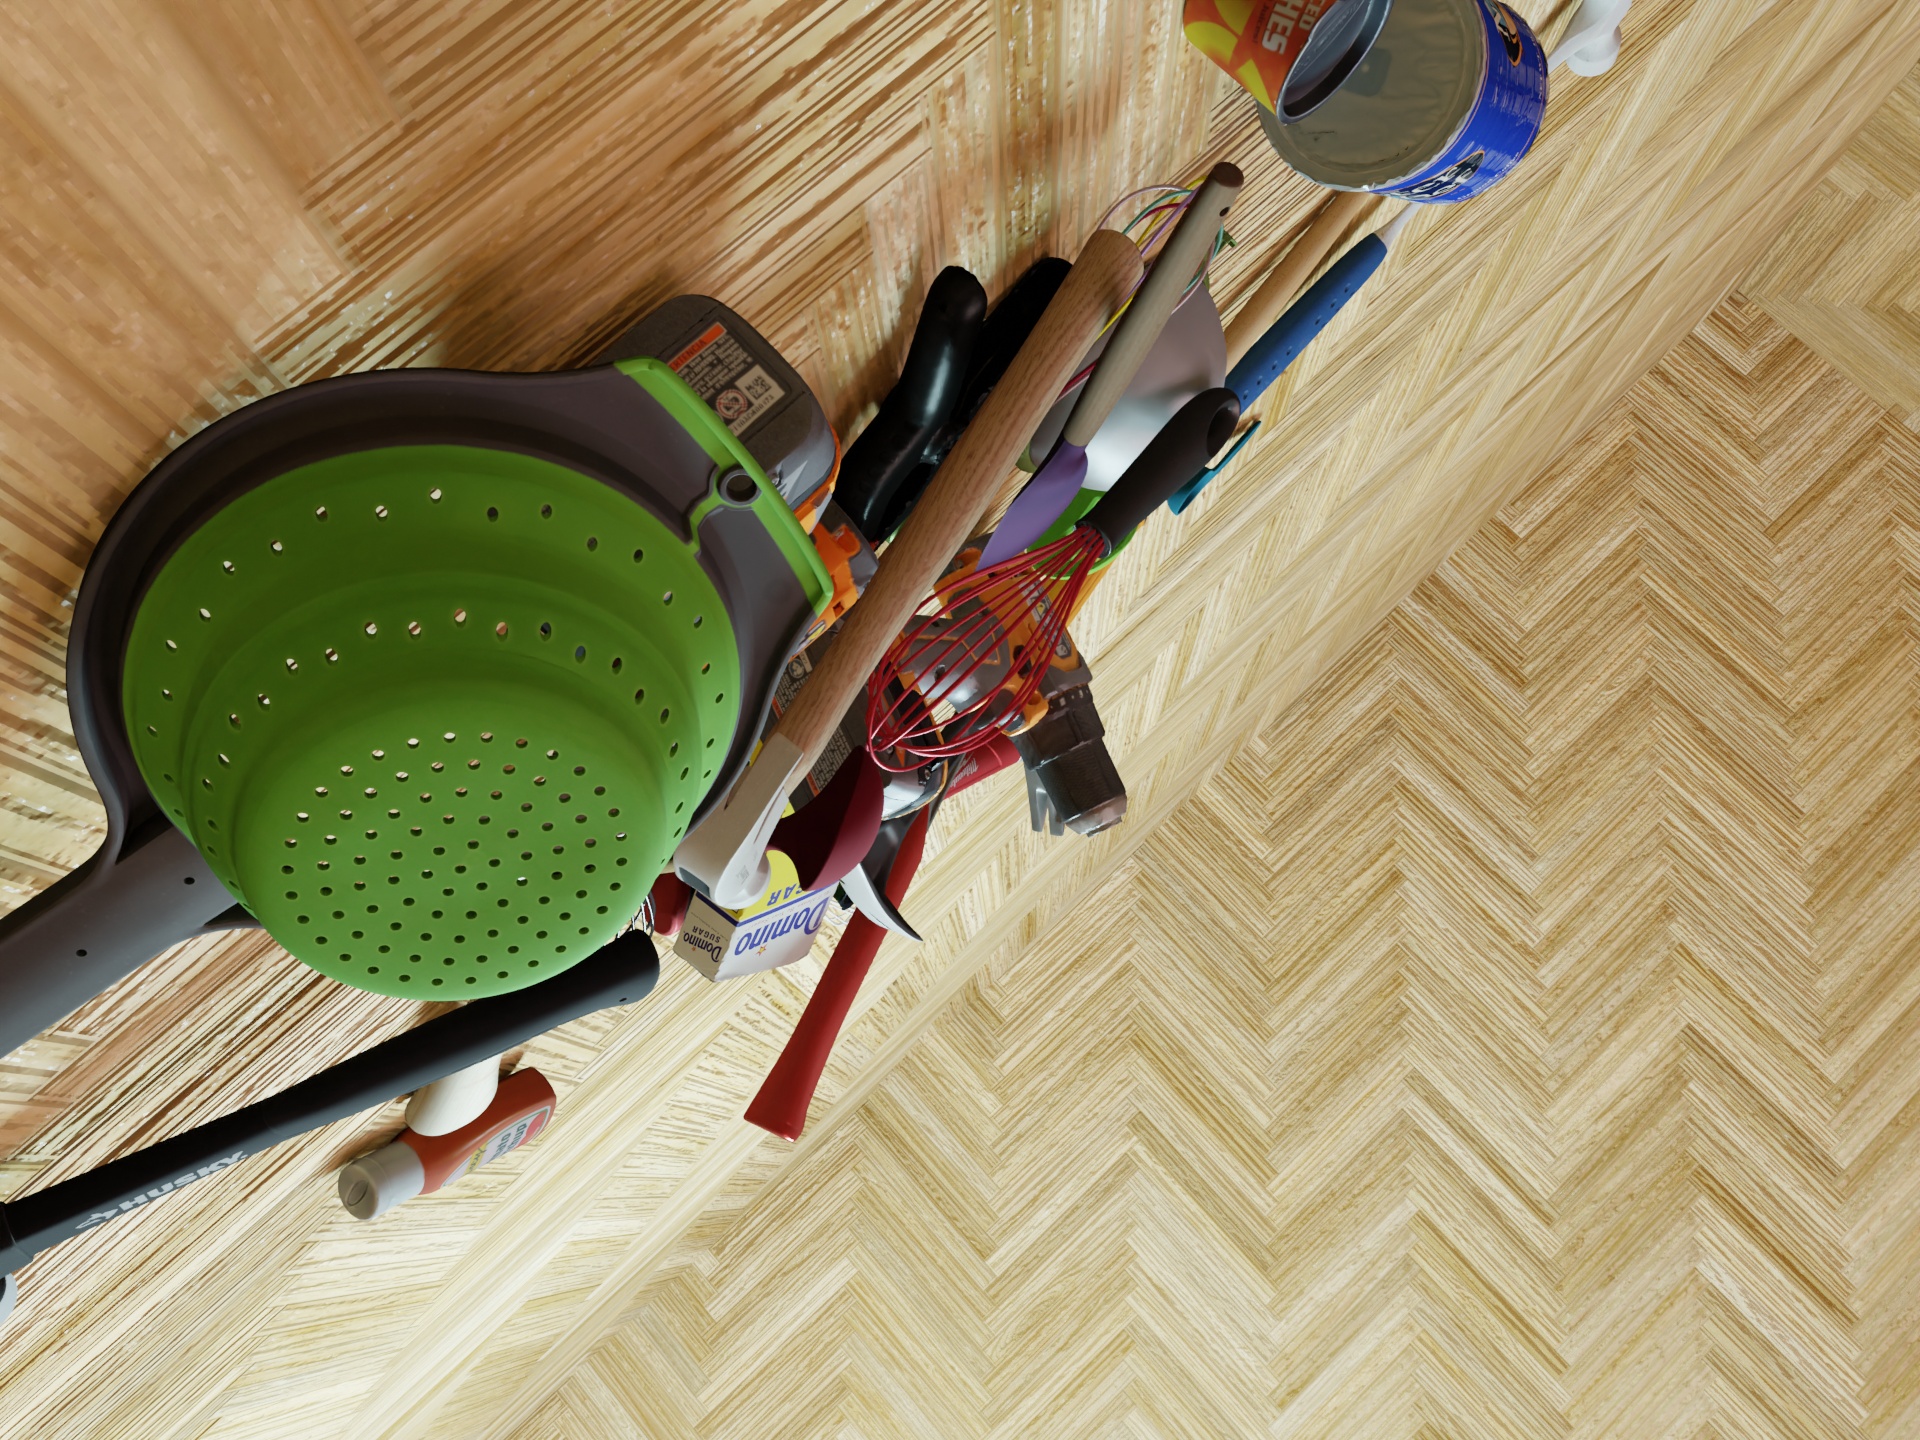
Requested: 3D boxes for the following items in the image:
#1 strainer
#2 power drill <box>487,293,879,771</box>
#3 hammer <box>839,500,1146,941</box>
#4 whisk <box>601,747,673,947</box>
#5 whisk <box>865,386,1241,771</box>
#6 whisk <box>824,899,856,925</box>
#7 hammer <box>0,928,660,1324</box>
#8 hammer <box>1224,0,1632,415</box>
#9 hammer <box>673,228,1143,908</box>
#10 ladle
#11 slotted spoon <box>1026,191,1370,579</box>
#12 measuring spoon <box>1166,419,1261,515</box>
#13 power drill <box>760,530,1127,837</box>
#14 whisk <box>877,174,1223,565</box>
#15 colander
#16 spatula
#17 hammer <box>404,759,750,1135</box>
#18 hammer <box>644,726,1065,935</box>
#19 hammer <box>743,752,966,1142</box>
[{"bbox_3d":[0.065,-0.149,0.854,0.256,0.069,0.151,-38,165,-28],"label":"strainer"},{"bbox_3d":[-0.113,-0.052,0.617,0.164,0.084,0.226,-42,170,-7],"label":"power drill"},{"bbox_3d":[0.028,-0.021,1.004,0.337,0.034,0.127,-54,142,-26],"label":"hammer"},{"bbox_3d":[-0.178,0.073,0.853,0.055,0.055,0.238,-34,163,-36],"label":"whisk"},{"bbox_3d":[0.053,-0.078,0.781,0.296,0.073,0.073,-45,168,-27],"label":"whisk"},{"bbox_3d":[-0.116,0.131,1.222,0.058,0.059,0.246,-54,161,4],"label":"whisk"},{"bbox_3d":[-0.291,0.169,0.704,0.334,0.035,0.146,-22,158,-25],"label":"hammer"},{"bbox_3d":[0.278,-0.320,1.030,0.405,0.035,0.144,-46,167,9],"label":"hammer"},{"bbox_3d":[-0.017,-0.070,0.659,0.331,0.031,0.130,-58,175,-12],"label":"hammer"},{"bbox_3d":[-0.113,0.063,0.810,0.315,0.031,0.069,-17,-130,59],"label":"ladle"},{"bbox_3d":[0.152,-0.210,0.976,0.314,0.070,0.031,-51,139,7],"label":"slotted spoon"},{"bbox_3d":[0.189,-0.198,1.195,0.129,0.021,0.042,-45,170,-36],"label":"measuring spoon"},{"bbox_3d":[-0.001,-0.003,0.864,0.084,0.185,0.226,-29,175,37],"label":"power drill"},{"bbox_3d":[0.041,-0.161,0.768,0.245,0.047,0.051,-50,140,13],"label":"whisk"},{"bbox_3d":[-0.214,0.056,0.464,0.397,0.095,0.204,-33,130,6],"label":"colander"},{"bbox_3d":[0.064,-0.146,0.732,0.060,0.018,0.315,-31,169,-23],"label":"spatula"},{"bbox_3d":[-0.240,0.140,0.825,0.146,0.038,0.410,-16,158,-39],"label":"hammer"},{"bbox_3d":[-0.058,0.076,1.111,0.386,0.038,0.143,-25,113,-44],"label":"hammer"},{"bbox_3d":[-0.045,0.098,1.033,0.359,0.037,0.149,-63,162,-19],"label":"hammer"}]
